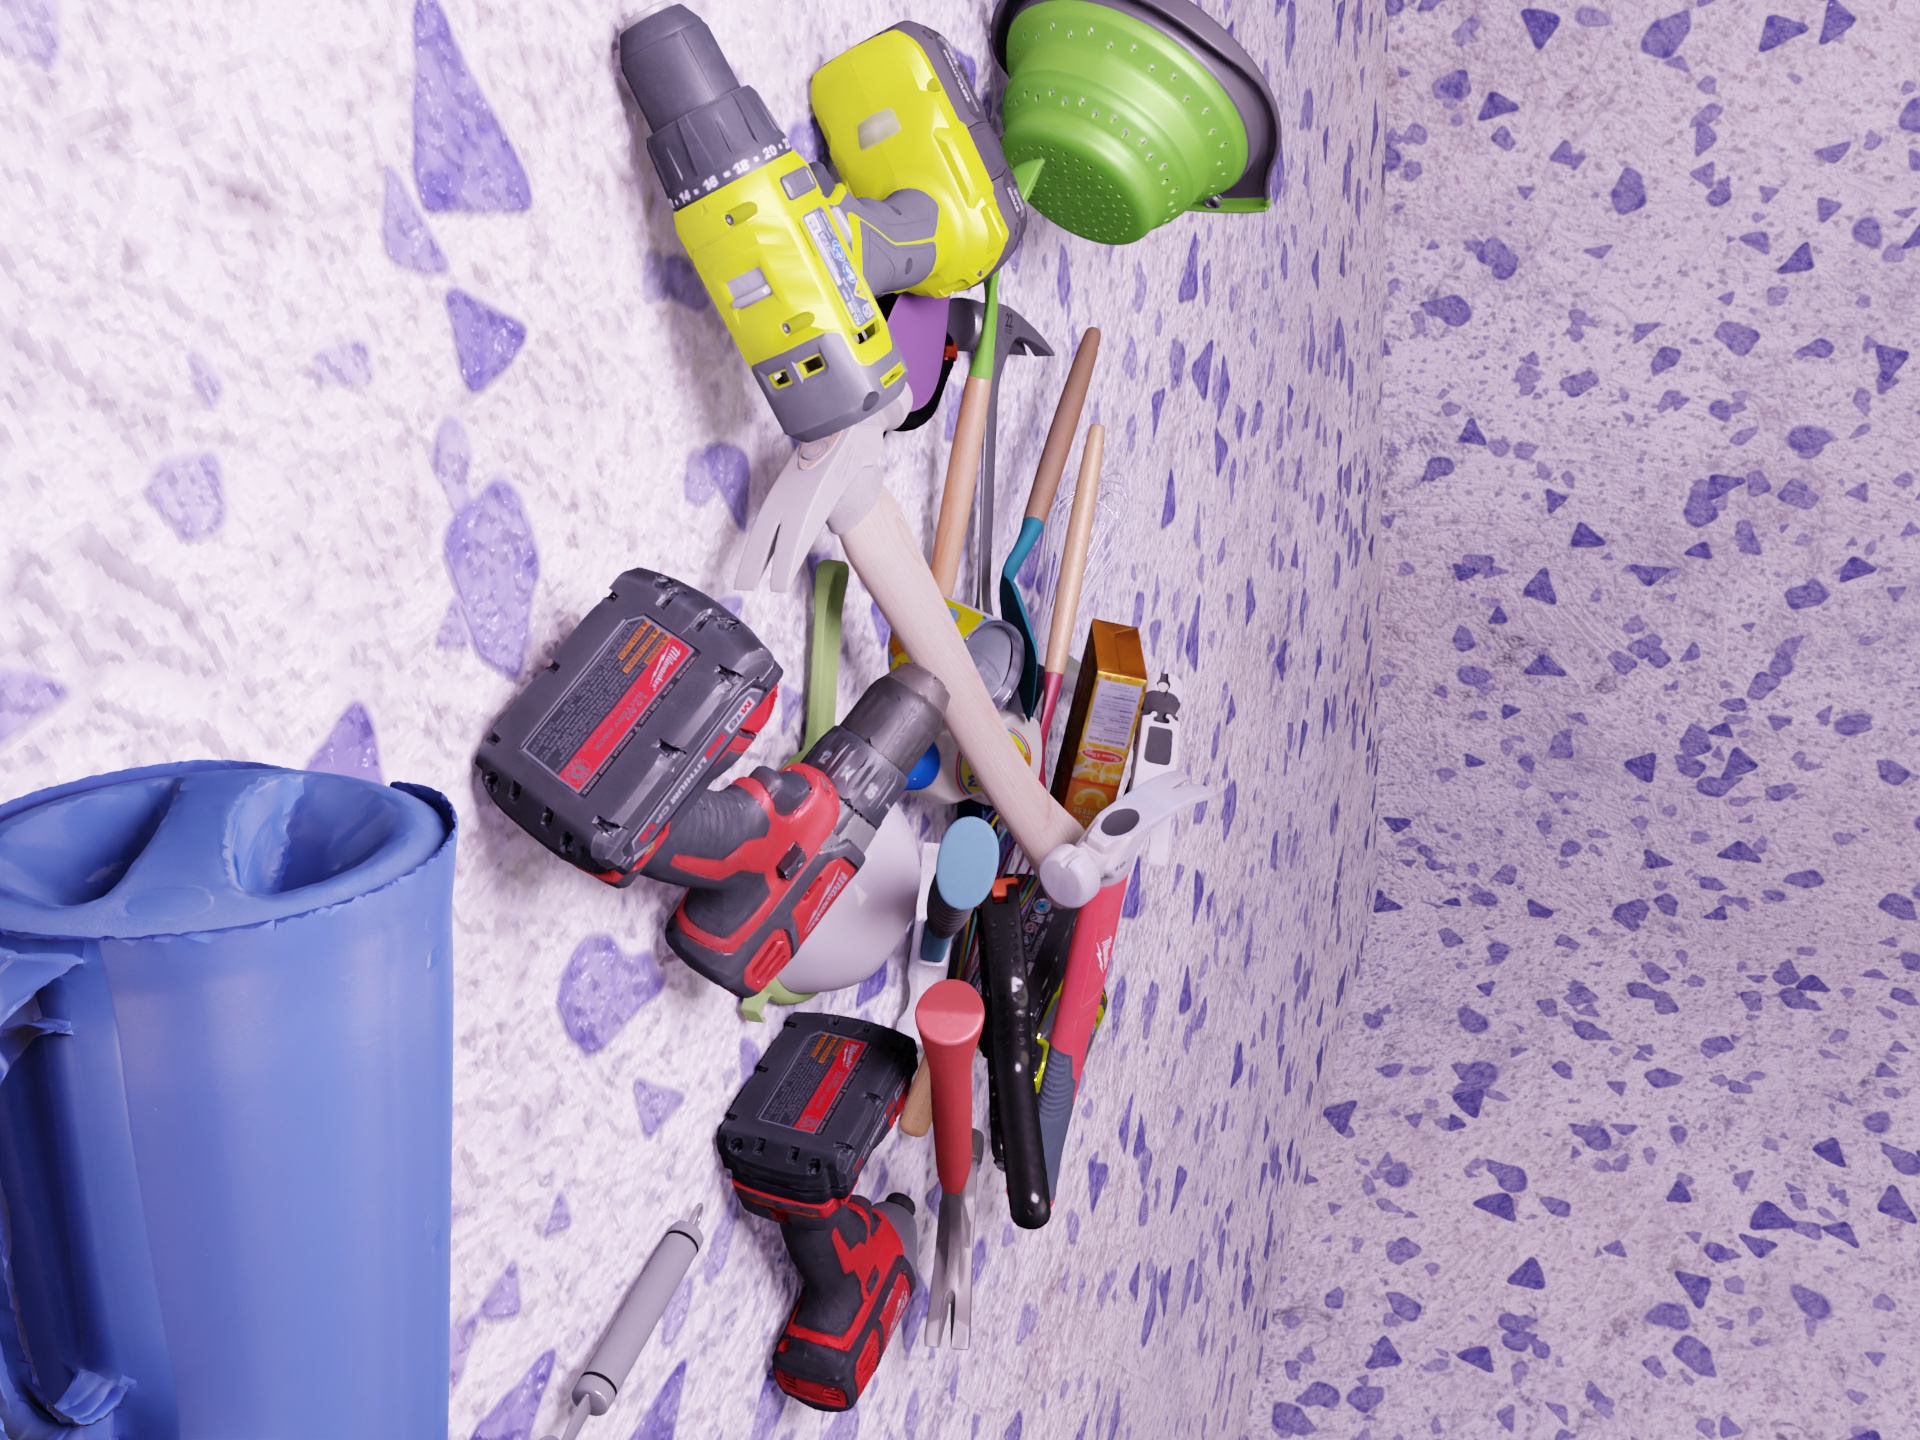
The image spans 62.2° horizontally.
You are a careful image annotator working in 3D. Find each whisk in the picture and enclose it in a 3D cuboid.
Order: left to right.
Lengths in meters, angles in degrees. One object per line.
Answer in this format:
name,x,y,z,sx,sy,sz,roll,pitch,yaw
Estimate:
whisk,0.012,0.170,1.093,0.047,0.051,0.245,21,89,-52
whisk,0.069,-0.074,1.211,0.285,0.070,0.070,-69,154,-22
whisk,0.113,-0.025,1.342,0.246,0.058,0.059,27,36,-63

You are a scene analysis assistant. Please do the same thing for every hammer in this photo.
hammer,-0.008,0.113,0.929,0.331,0.033,0.128,105,-7,-73
hammer,-0.005,0.265,0.969,0.358,0.036,0.149,89,5,-55
hammer,-0.001,-0.003,0.922,0.146,0.038,0.410,-65,144,-30
hammer,0.019,-0.080,1.101,0.144,0.035,0.405,-24,118,-65
hammer,0.089,0.207,1.115,0.143,0.038,0.386,-30,142,-38
hammer,0.118,0.116,1.252,0.334,0.035,0.146,103,-2,-54

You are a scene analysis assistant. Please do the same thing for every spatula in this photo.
spatula,-0.002,-0.282,0.962,0.316,0.018,0.059,-73,149,-45
spatula,0.067,-0.151,1.091,0.082,0.044,0.318,93,13,-60

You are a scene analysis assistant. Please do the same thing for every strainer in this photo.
strainer,-0.173,0.315,0.727,0.258,0.050,0.086,-58,153,-58
strainer,-0.057,0.040,0.896,0.151,0.069,0.256,-19,115,-66

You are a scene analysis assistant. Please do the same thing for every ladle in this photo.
ladle,0.073,-0.060,1.151,0.069,0.031,0.315,19,81,-79

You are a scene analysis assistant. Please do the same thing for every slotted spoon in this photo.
slotted spoon,0.007,-0.188,0.987,0.070,0.031,0.313,-75,176,-70

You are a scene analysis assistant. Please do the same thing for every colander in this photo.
colander,0.048,-0.410,0.959,0.396,0.205,0.094,40,77,-44

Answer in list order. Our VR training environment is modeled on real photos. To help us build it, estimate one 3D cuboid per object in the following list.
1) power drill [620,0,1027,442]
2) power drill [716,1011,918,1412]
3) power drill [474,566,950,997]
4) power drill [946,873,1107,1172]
power drill,-0.062,-0.260,0.765,0.190,0.080,0.229,62,34,-19
power drill,-0.069,0.285,0.935,0.143,0.078,0.219,-56,148,-50
power drill,-0.093,0.019,0.725,0.188,0.080,0.226,-53,153,-9
power drill,0.051,0.234,1.218,0.223,0.080,0.171,72,36,-51
